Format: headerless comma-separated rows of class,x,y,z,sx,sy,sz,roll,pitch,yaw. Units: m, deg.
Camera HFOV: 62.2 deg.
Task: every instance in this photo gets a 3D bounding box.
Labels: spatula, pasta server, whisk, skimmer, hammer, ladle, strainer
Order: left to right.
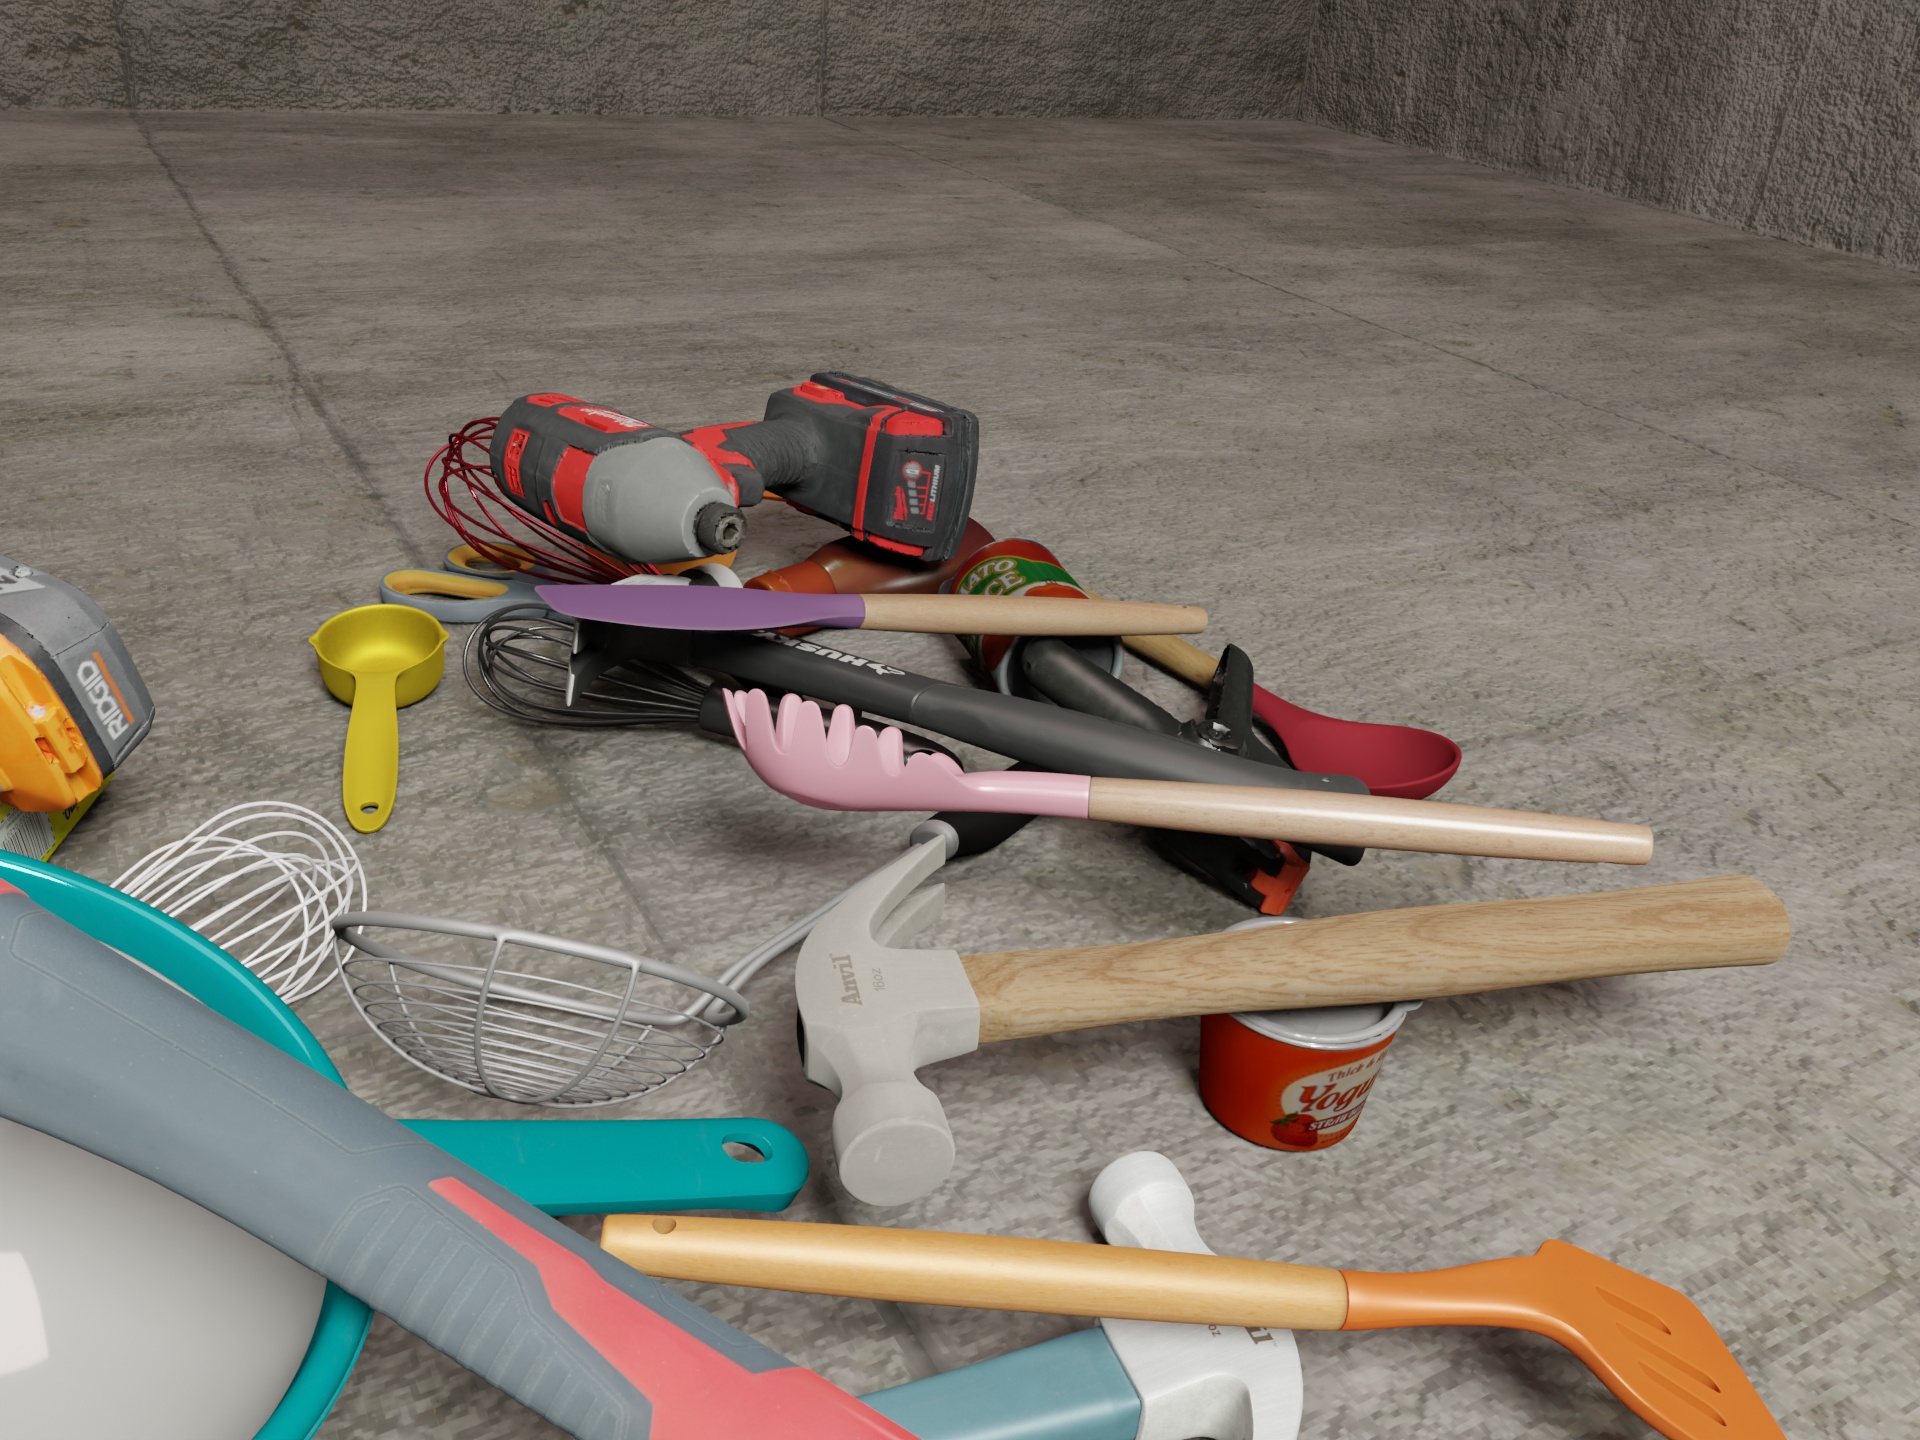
whisk,-0.299,0.108,0.471,0.070,0.070,0.284,22,37,29
strainer,-0.191,0.130,0.366,0.340,0.095,0.211,12,28,-41
whisk,-0.164,-0.073,0.798,0.296,0.073,0.073,33,37,22
hammer,-0.067,0.186,0.381,0.331,0.033,0.128,-6,29,-20
whisk,-0.113,-0.004,0.720,0.239,0.055,0.055,15,29,9
hammer,-0.042,0.134,0.333,0.386,0.038,0.143,30,39,4
skimmer,-0.053,0.041,0.593,0.127,0.090,0.363,-7,14,39
spatula,-0.020,-0.045,0.677,0.315,0.018,0.060,-1,20,-31
hammer,-0.001,-0.002,0.642,0.335,0.035,0.146,16,18,16
pasta server,0.072,0.021,0.546,0.316,0.040,0.060,5,0,7
ladle,0.123,-0.027,0.819,0.069,0.031,0.316,-21,35,-29
spatula,0.071,0.153,0.406,0.322,0.041,0.081,8,25,-9
hammer,0.111,0.075,0.502,0.331,0.031,0.130,-3,29,-15

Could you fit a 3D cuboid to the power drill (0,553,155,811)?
power drill,-0.400,0.032,0.506,0.164,0.084,0.227,20,51,16

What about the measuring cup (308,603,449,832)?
measuring cup,-0.260,0.003,0.709,0.062,0.029,0.157,-3,41,-15

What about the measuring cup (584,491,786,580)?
measuring cup,-0.127,-0.107,0.904,0.173,0.052,0.095,1,28,-16

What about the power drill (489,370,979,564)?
power drill,-0.097,-0.118,0.768,0.143,0.078,0.219,25,25,35
